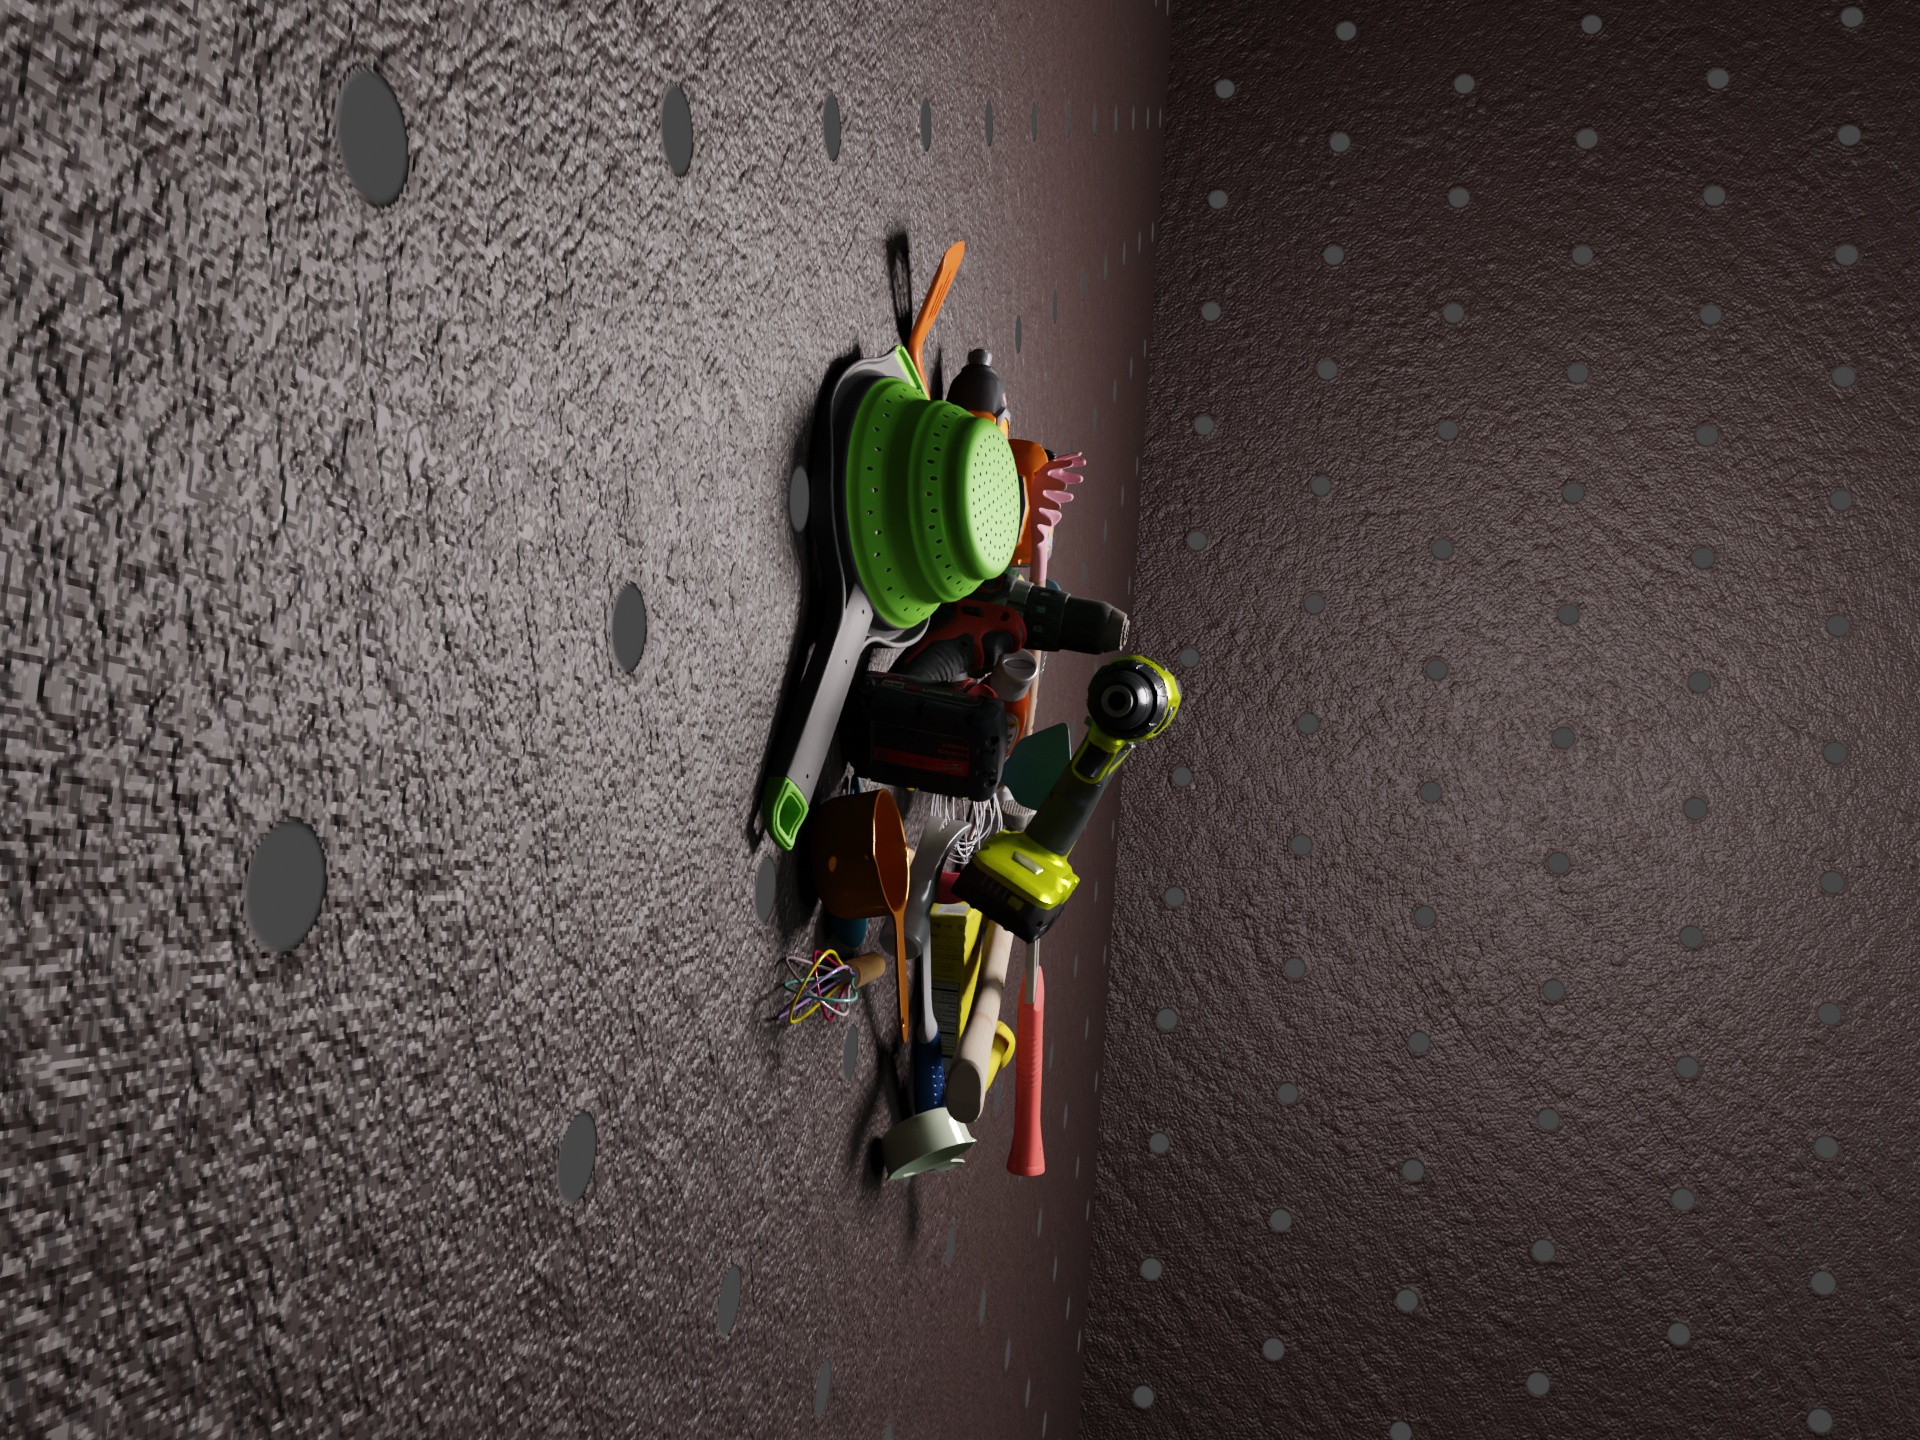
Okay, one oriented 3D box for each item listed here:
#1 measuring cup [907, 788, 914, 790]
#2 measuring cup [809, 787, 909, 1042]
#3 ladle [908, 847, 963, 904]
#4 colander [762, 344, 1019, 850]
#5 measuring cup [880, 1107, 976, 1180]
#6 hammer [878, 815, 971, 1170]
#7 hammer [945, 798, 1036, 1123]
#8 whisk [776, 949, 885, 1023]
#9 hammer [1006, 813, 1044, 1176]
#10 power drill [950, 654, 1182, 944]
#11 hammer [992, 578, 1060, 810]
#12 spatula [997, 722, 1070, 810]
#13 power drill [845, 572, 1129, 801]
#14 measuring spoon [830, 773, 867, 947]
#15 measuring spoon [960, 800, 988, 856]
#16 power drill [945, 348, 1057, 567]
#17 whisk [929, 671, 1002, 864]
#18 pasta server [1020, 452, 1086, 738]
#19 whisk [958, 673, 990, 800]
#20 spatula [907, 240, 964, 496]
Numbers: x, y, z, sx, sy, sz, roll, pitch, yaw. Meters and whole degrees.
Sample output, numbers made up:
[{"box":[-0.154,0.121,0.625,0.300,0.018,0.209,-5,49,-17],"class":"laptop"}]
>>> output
[{"box":[-0.042,0.027,1.299,0.156,0.029,0.062,66,29,-66],"class":"measuring cup"},{"box":[-0.067,0.135,1.091,0.095,0.052,0.174,13,71,-78],"class":"measuring cup"},{"box":[-0.035,0.119,1.324,0.315,0.069,0.031,43,27,-68],"class":"ladle"},{"box":[-0.036,-0.087,1.066,0.204,0.094,0.397,62,35,-48],"class":"colander"},{"box":[-0.023,0.369,1.382,0.167,0.083,0.038,61,5,-69],"class":"measuring cup"},{"box":[-0.026,0.249,1.335,0.405,0.035,0.144,90,15,-44],"class":"hammer"},{"box":[0.031,0.232,1.464,0.411,0.038,0.146,-72,164,-63],"class":"hammer"},{"box":[-0.081,0.179,1.119,0.245,0.051,0.047,28,60,-81],"class":"whisk"},{"box":[0.065,0.268,1.456,0.149,0.037,0.358,-69,162,-60],"class":"hammer"},{"box":[0.087,0.051,1.211,0.228,0.080,0.190,-59,171,8],"class":"power drill"},{"box":[0.071,-0.033,1.695,0.330,0.033,0.128,98,1,-57],"class":"hammer"},{"box":[0.050,0.056,1.507,0.317,0.044,0.082,148,-59,-80],"class":"spatula"},{"box":[0.021,-0.039,1.214,0.227,0.188,0.080,-67,163,-51],"class":"power drill"},{"box":[-0.084,0.100,1.154,0.042,0.021,0.129,142,-50,-61],"class":"measuring spoon"},{"box":[0.014,0.097,1.655,0.124,0.018,0.034,-66,179,-45],"class":"measuring spoon"},{"box":[0.032,-0.237,1.479,0.226,0.084,0.164,26,68,-73],"class":"power drill"},{"box":[-0.003,-0.005,1.443,0.070,0.070,0.284,-44,131,-74],"class":"whisk"},{"box":[0.078,-0.109,1.498,0.060,0.040,0.316,-54,154,-49],"class":"pasta server"},{"box":[0.024,-0.034,1.598,0.059,0.058,0.246,30,61,-39],"class":"whisk"},{"box":[-0.021,-0.226,1.307,0.081,0.041,0.322,-63,155,-66],"class":"spatula"}]
